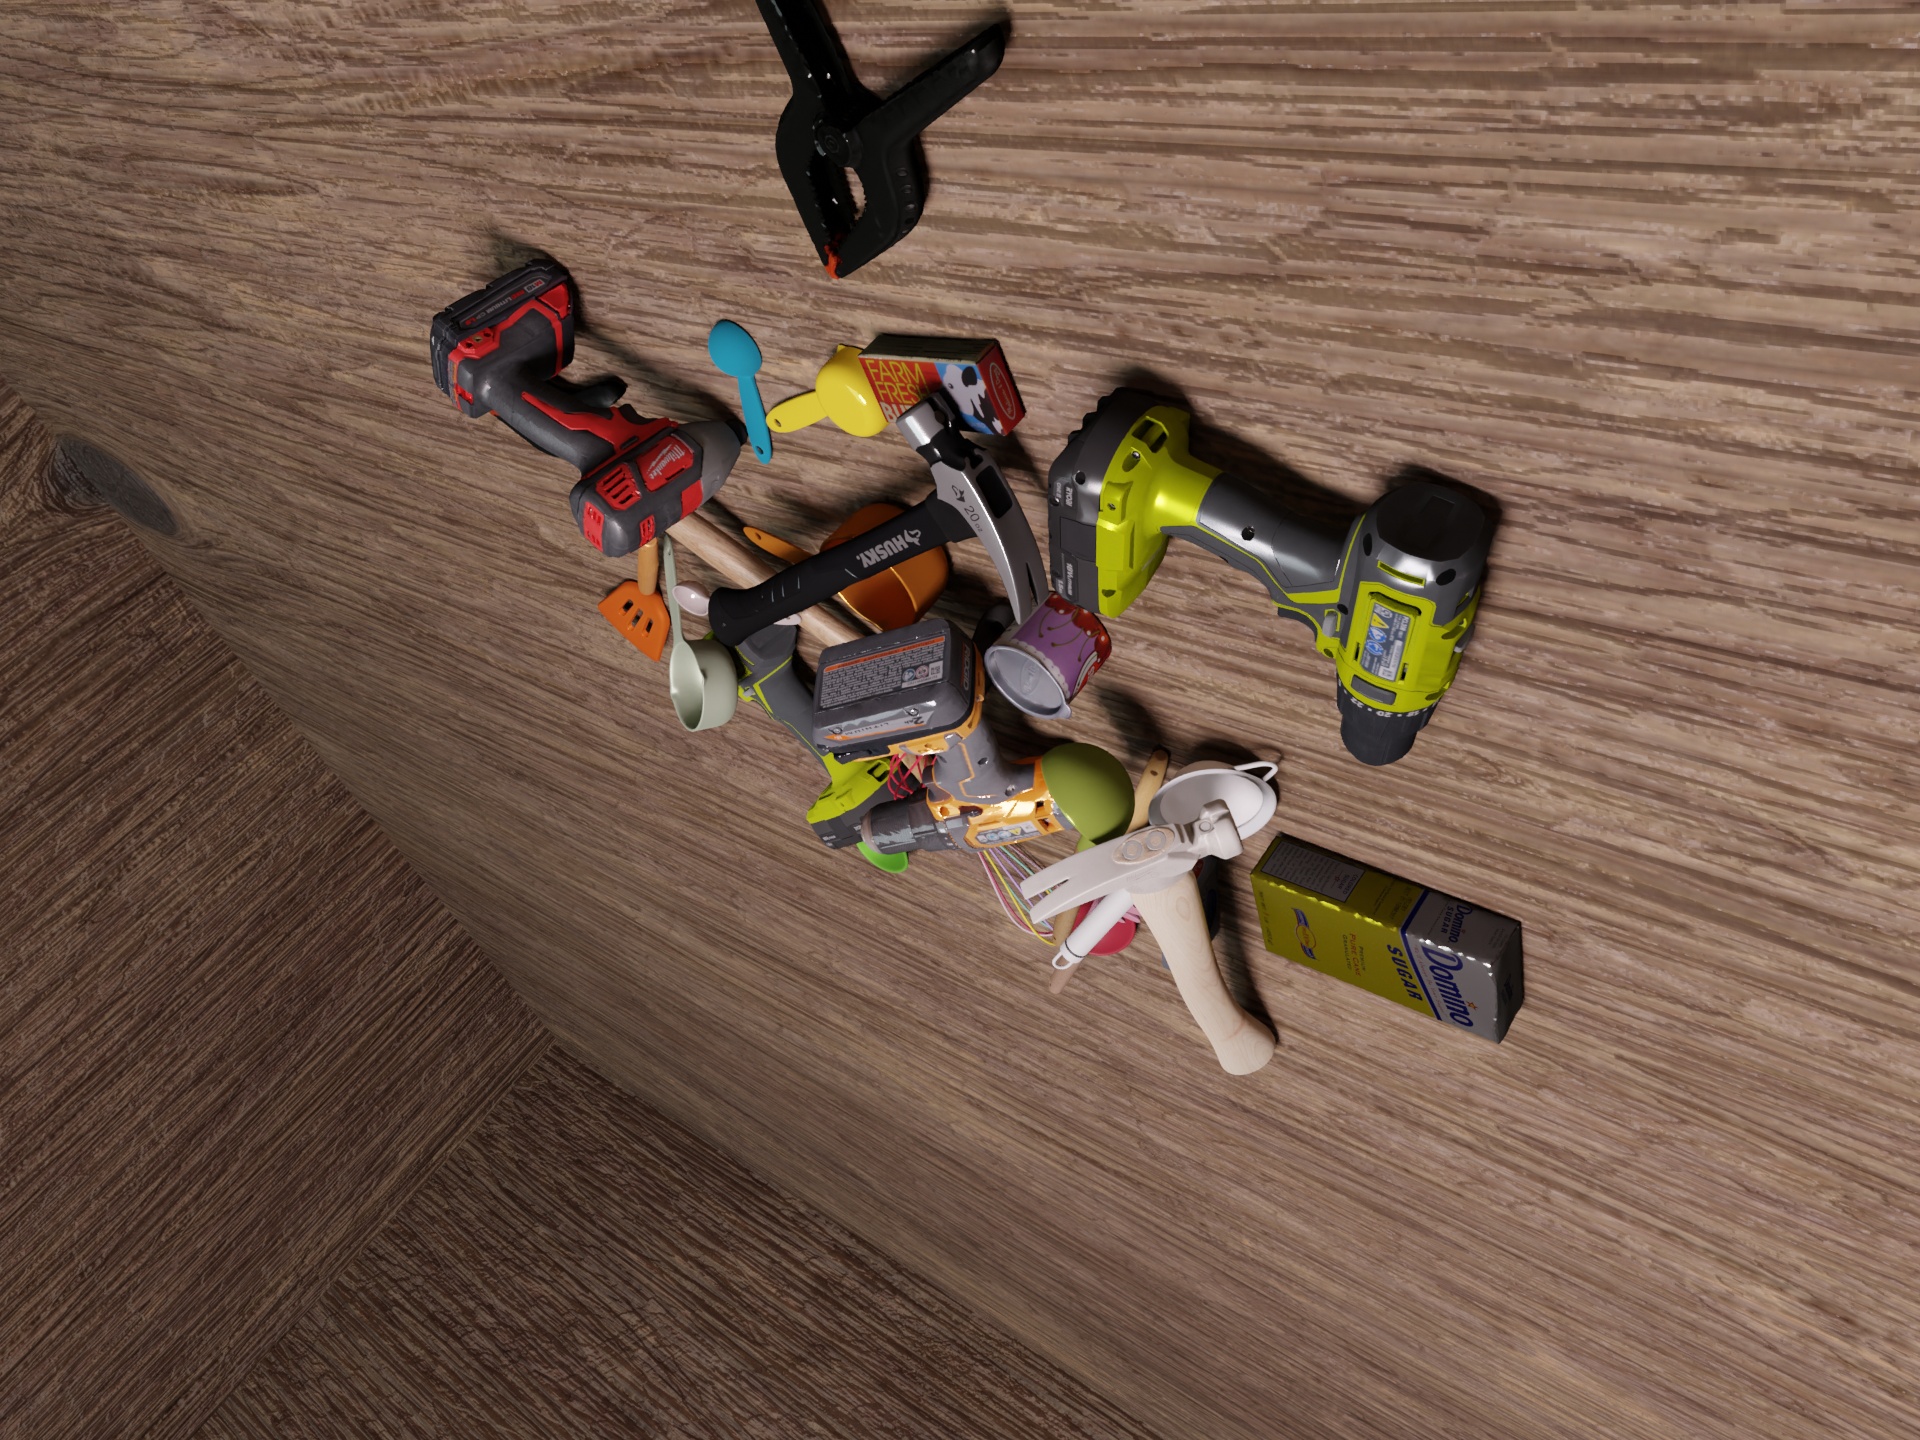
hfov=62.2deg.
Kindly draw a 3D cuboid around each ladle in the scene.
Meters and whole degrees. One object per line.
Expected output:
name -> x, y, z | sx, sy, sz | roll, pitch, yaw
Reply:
ladle -> 0.079, 0.109, 1.177 | 0.320, 0.062, 0.078 | 96, 150, -61
ladle -> 0.126, 0.107, 1.251 | 0.069, 0.031, 0.315 | 20, 148, 6

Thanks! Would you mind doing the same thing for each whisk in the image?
whisk -> 0.017, 0.100, 1.374 | 0.245, 0.047, 0.051 | 50, 154, -11
whisk -> -0.002, -0.004, 1.226 | 0.073, 0.073, 0.295 | 38, 148, 7

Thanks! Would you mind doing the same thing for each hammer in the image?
hammer -> 0.167, 0.188, 1.187 | 0.410, 0.146, 0.038 | 59, -169, -54
hammer -> -0.075, -0.100, 1.075 | 0.335, 0.035, 0.146 | -18, 113, 51
hammer -> -0.159, -0.113, 1.265 | 0.331, 0.031, 0.130 | 36, 152, -2

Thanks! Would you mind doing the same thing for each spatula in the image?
spatula -> -0.283, -0.116, 1.409 | 0.081, 0.041, 0.322 | 43, 167, -3

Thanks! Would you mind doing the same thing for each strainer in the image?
strainer -> 0.135, 0.097, 1.116 | 0.086, 0.050, 0.258 | 21, 127, -23

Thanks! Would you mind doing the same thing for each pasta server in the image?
pasta server -> 0.111, 0.170, 1.287 | 0.040, 0.060, 0.316 | 5, 153, -6

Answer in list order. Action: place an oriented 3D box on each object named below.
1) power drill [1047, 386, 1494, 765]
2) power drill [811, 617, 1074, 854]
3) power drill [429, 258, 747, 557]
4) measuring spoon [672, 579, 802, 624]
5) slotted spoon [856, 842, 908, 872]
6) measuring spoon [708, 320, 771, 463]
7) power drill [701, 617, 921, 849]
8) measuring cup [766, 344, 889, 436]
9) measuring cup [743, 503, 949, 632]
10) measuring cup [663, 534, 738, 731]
power drill -> 0.165, -0.073, 0.868 | 0.229, 0.080, 0.190 | 27, 150, 22
power drill -> -0.027, 0.029, 1.167 | 0.185, 0.084, 0.226 | -14, 144, 23
power drill -> -0.267, -0.227, 1.156 | 0.220, 0.143, 0.078 | 43, 151, 12
measuring spoon -> -0.176, -0.094, 1.270 | 0.124, 0.018, 0.034 | 12, 146, 27
slotted spoon -> -0.039, 0.102, 1.418 | 0.070, 0.031, 0.314 | 53, 162, -5
measuring spoon -> -0.155, -0.225, 1.125 | 0.042, 0.021, 0.128 | 28, 150, 25
power drill -> -0.146, 0.004, 1.412 | 0.223, 0.080, 0.171 | 50, 152, -9
measuring cup -> -0.097, -0.207, 1.065 | 0.156, 0.029, 0.062 | -5, 128, 54
measuring cup -> -0.082, -0.126, 1.150 | 0.174, 0.052, 0.095 | 25, 150, 34
measuring cup -> -0.220, -0.075, 1.332 | 0.083, 0.038, 0.167 | -19, 79, 60
